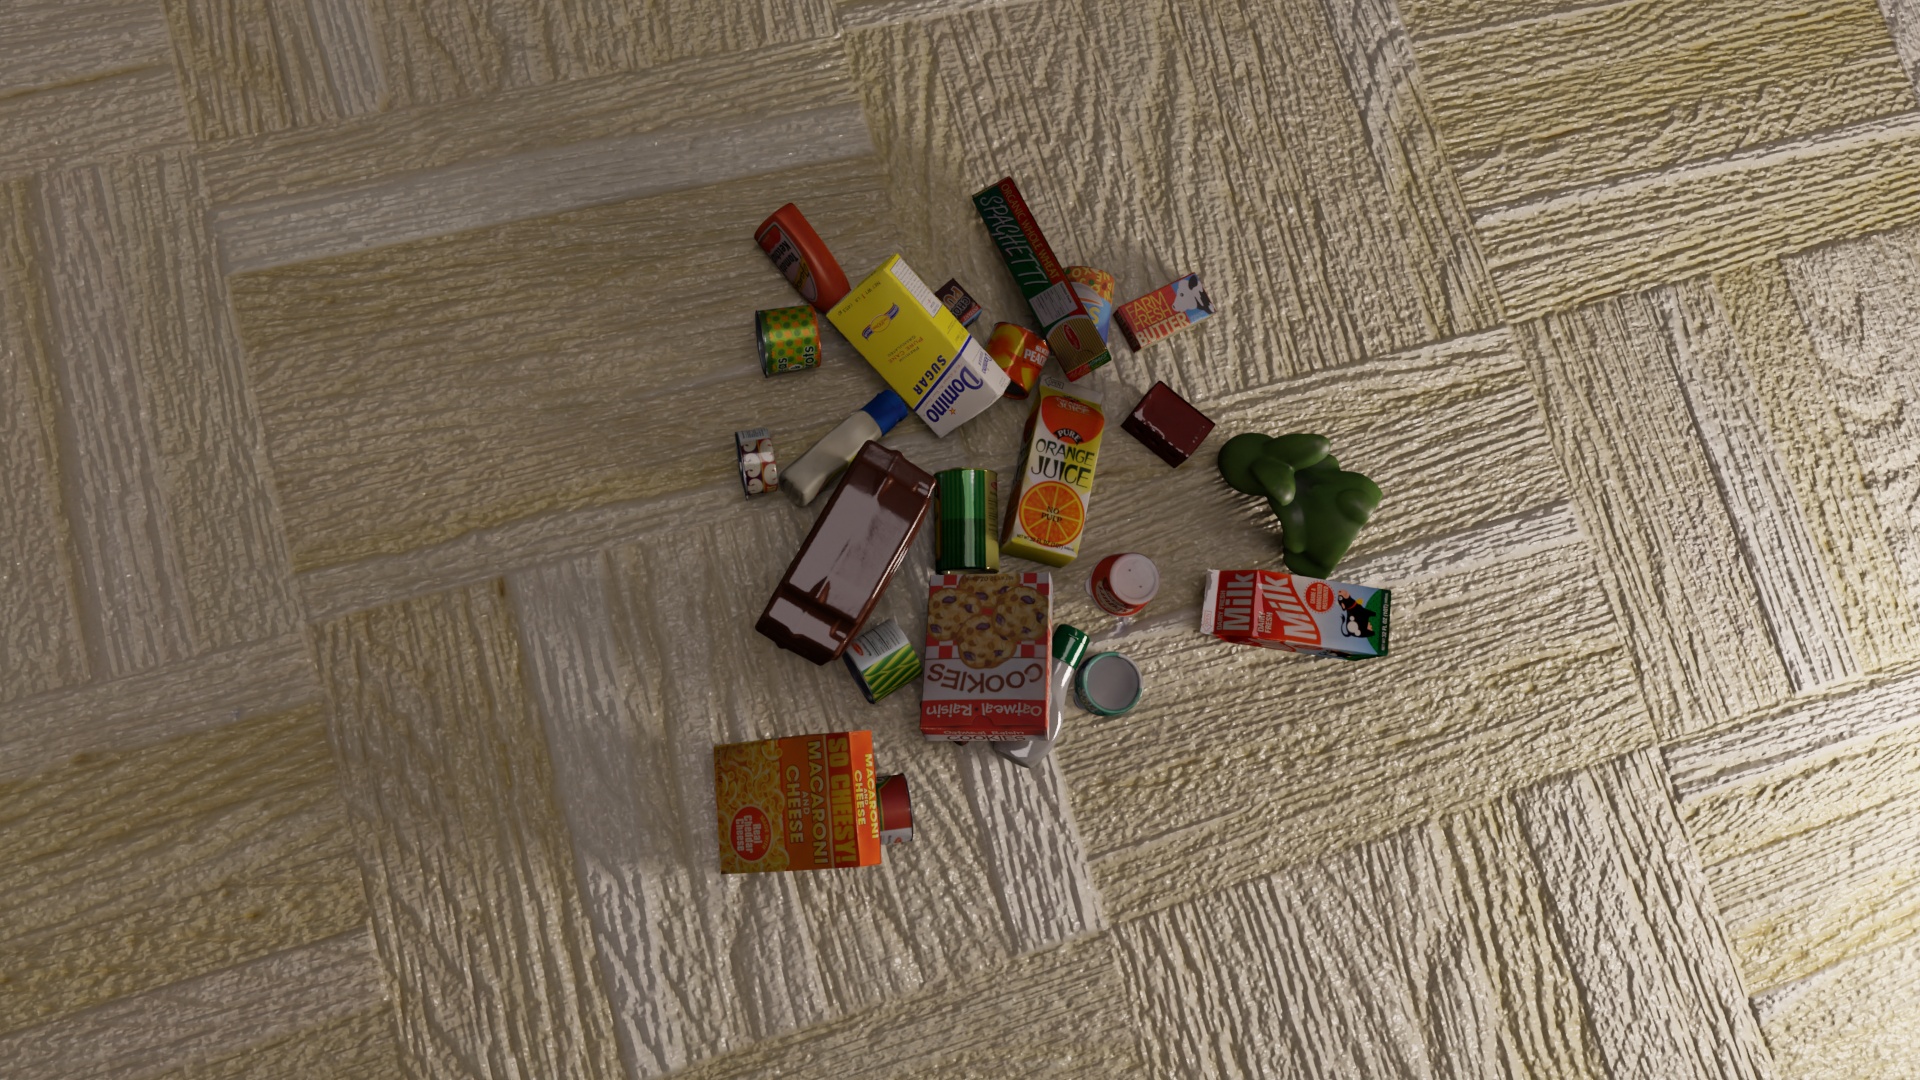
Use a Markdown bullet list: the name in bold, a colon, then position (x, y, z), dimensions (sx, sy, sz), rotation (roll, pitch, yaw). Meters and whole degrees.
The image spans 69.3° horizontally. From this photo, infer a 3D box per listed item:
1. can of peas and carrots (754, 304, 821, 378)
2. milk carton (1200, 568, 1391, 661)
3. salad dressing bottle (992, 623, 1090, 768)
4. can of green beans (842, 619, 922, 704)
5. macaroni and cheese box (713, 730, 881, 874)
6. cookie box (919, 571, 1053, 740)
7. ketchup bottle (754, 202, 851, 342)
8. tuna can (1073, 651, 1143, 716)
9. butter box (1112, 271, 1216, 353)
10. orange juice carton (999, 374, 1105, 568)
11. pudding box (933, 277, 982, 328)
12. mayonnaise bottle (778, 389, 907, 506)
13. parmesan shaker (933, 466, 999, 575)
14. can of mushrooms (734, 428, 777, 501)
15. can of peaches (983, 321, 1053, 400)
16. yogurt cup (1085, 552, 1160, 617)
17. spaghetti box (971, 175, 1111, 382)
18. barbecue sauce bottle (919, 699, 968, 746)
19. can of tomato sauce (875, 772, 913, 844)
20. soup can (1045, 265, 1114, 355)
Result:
- **can of peas and carrots**: position (-0.176, -0.204, 1.422), dimensions (0.059, 0.071, 0.071), rotation (-9, 81, -12)
- **milk carton**: position (0.347, 0.077, 1.459), dimensions (0.191, 0.073, 0.072), rotation (10, 78, -8)
- **salad dressing bottle**: position (0.085, 0.157, 1.413), dimensions (0.064, 0.044, 0.148), rotation (26, 75, 7)
- **can of green beans**: position (-0.078, 0.120, 1.378), dimensions (0.058, 0.071, 0.071), rotation (-30, 86, -14)
- **macaroni and cheese box**: position (-0.154, 0.246, 1.303), dimensions (0.166, 0.040, 0.124), rotation (-11, 79, 31)
- **cookie box**: position (0.027, 0.113, 1.367), dimensions (0.123, 0.040, 0.168), rotation (-1, 60, 9)
- **ketchup bottle**: position (-0.150, -0.276, 1.446), dimensions (0.148, 0.064, 0.044), rotation (52, 57, -7)
- **tuna can**: position (0.151, 0.149, 1.431), dimensions (0.071, 0.032, 0.071), rotation (2, 79, -10)
- **butter box**: position (0.224, -0.250, 1.525), dimensions (0.104, 0.024, 0.053), rotation (-26, 86, -14)
- **orange juice carton**: position (0.098, -0.075, 1.444), dimensions (0.072, 0.073, 0.193), rotation (15, 77, -7)
- **pudding box**: position (-0.023, -0.232, 1.474), dimensions (0.084, 0.030, 0.049), rotation (-42, 90, -14)
- **mayonnaise bottle**: position (-0.118, -0.096, 1.416), dimensions (0.148, 0.064, 0.041), rotation (-42, 87, -18)
- **parmesan shaker**: position (0.005, -0.018, 1.417), dimensions (0.071, 0.071, 0.103), rotation (1, 80, -10)
- **can of mushrooms**: position (-0.205, -0.077, 1.394), dimensions (0.033, 0.071, 0.071), rotation (-10, 81, -12)
- **can of peaches**: position (0.055, -0.188, 1.460), dimensions (0.071, 0.071, 0.058), rotation (28, 77, -4)
- **yogurt cup**: position (0.174, 0.043, 1.445), dimensions (0.072, 0.054, 0.072), rotation (2, 79, -11)
- **spaghetti box**: position (0.083, -0.277, 1.456), dimensions (0.050, 0.028, 0.251), rotation (-28, 64, 7)
- **barbecue sauce bottle**: position (0.029, 0.135, 1.406), dimensions (0.065, 0.043, 0.149), rotation (41, 75, 11)
- **can of tomato sauce**: position (-0.092, 0.262, 1.349), dimensions (0.083, 0.071, 0.071), rotation (-6, 81, -11)
- **soup can**: position (0.127, -0.243, 1.482), dimensions (0.071, 0.071, 0.084), rotation (9, 77, -8)
